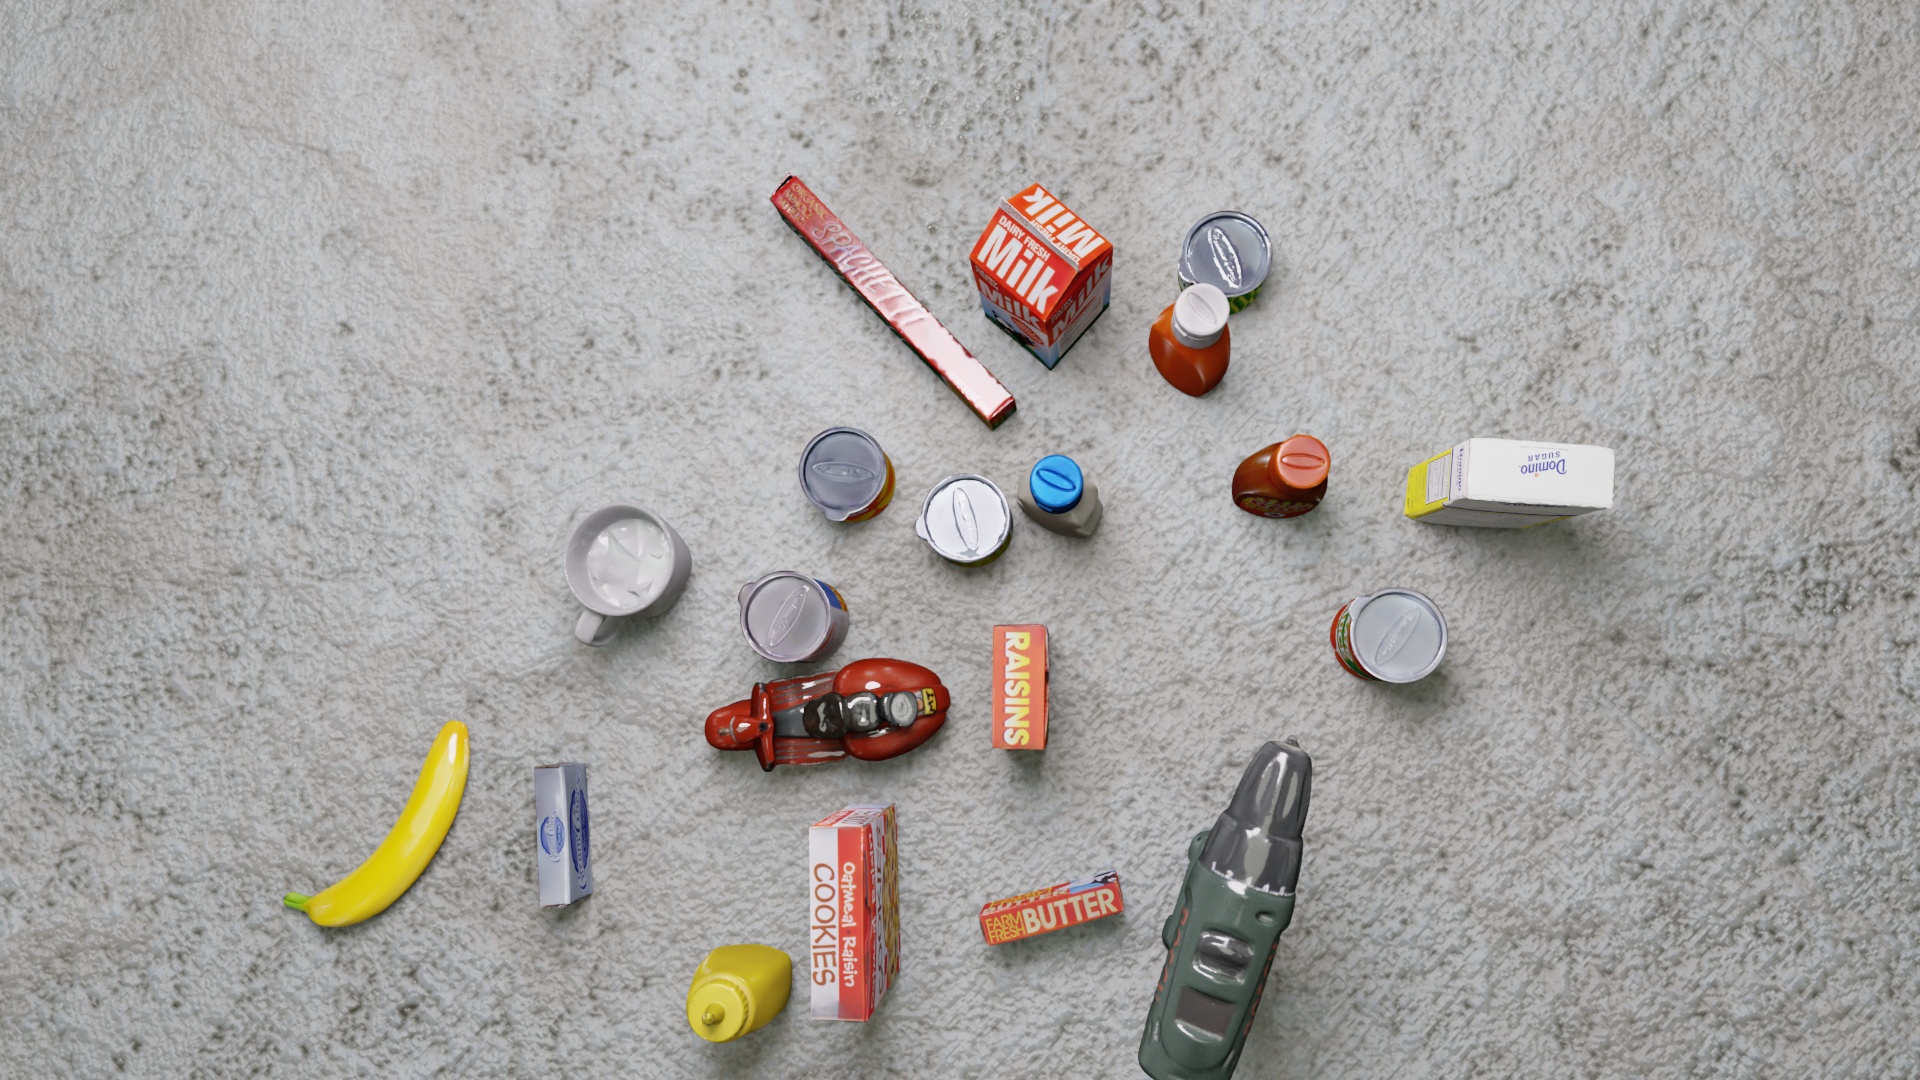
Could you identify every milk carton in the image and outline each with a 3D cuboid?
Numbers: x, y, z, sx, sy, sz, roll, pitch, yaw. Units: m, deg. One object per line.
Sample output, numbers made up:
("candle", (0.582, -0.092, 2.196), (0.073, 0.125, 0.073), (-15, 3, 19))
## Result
("milk carton", (0.059, -0.190, 0.992), (0.072, 0.190, 0.073), (42, 89, 7))

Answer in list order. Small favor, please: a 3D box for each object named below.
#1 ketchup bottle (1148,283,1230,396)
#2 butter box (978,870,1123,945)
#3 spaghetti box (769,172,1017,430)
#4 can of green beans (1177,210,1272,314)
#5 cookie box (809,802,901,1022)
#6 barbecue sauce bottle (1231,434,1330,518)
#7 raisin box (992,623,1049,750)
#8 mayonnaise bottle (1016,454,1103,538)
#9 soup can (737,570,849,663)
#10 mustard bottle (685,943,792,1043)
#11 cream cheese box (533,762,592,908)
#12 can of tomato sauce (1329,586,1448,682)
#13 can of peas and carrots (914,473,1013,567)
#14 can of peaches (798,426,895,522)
("ketchup bottle", (0.167, -0.146, 0.999), (0.043, 0.148, 0.065), (-41, 82, 0))
("butter box", (0.067, 0.267, 1.009), (0.103, 0.053, 0.024), (-15, 83, 3))
("spaghetti box", (-0.052, -0.183, 1.071), (0.028, 0.050, 0.250), (-44, 82, -1))
("can of green beans", (0.199, -0.208, 1.050), (0.071, 0.058, 0.071), (0, 84, 5))
("cookie box", (-0.070, 0.251, 0.964), (0.040, 0.167, 0.123), (-2, 84, 5))
("barbecue sauce bottle", (0.231, -0.045, 0.983), (0.065, 0.148, 0.043), (6, 85, 5))
("raisin box", (0.044, 0.105, 0.994), (0.040, 0.123, 0.086), (1, 84, 5))
("mayonnaise bottle", (0.070, -0.033, 0.995), (0.065, 0.148, 0.041), (25, 87, 7))
("soup can", (-0.124, 0.057, 1.033), (0.071, 0.083, 0.071), (0, 84, 5))
("mustard bottle", (-0.160, 0.317, 0.967), (0.065, 0.160, 0.049), (4, 85, 5))
("cream cheese box", (-0.298, 0.219, 1.044), (0.024, 0.053, 0.104), (-5, 83, 4))
("can of tomato sauce", (0.304, 0.068, 0.997), (0.071, 0.083, 0.071), (0, 84, 5))
("can of peas and carrots", (0.004, -0.013, 1.043), (0.071, 0.058, 0.071), (0, 84, 5))
("can of peaches", (-0.085, -0.047, 1.054), (0.071, 0.058, 0.071), (0, 84, 5))
